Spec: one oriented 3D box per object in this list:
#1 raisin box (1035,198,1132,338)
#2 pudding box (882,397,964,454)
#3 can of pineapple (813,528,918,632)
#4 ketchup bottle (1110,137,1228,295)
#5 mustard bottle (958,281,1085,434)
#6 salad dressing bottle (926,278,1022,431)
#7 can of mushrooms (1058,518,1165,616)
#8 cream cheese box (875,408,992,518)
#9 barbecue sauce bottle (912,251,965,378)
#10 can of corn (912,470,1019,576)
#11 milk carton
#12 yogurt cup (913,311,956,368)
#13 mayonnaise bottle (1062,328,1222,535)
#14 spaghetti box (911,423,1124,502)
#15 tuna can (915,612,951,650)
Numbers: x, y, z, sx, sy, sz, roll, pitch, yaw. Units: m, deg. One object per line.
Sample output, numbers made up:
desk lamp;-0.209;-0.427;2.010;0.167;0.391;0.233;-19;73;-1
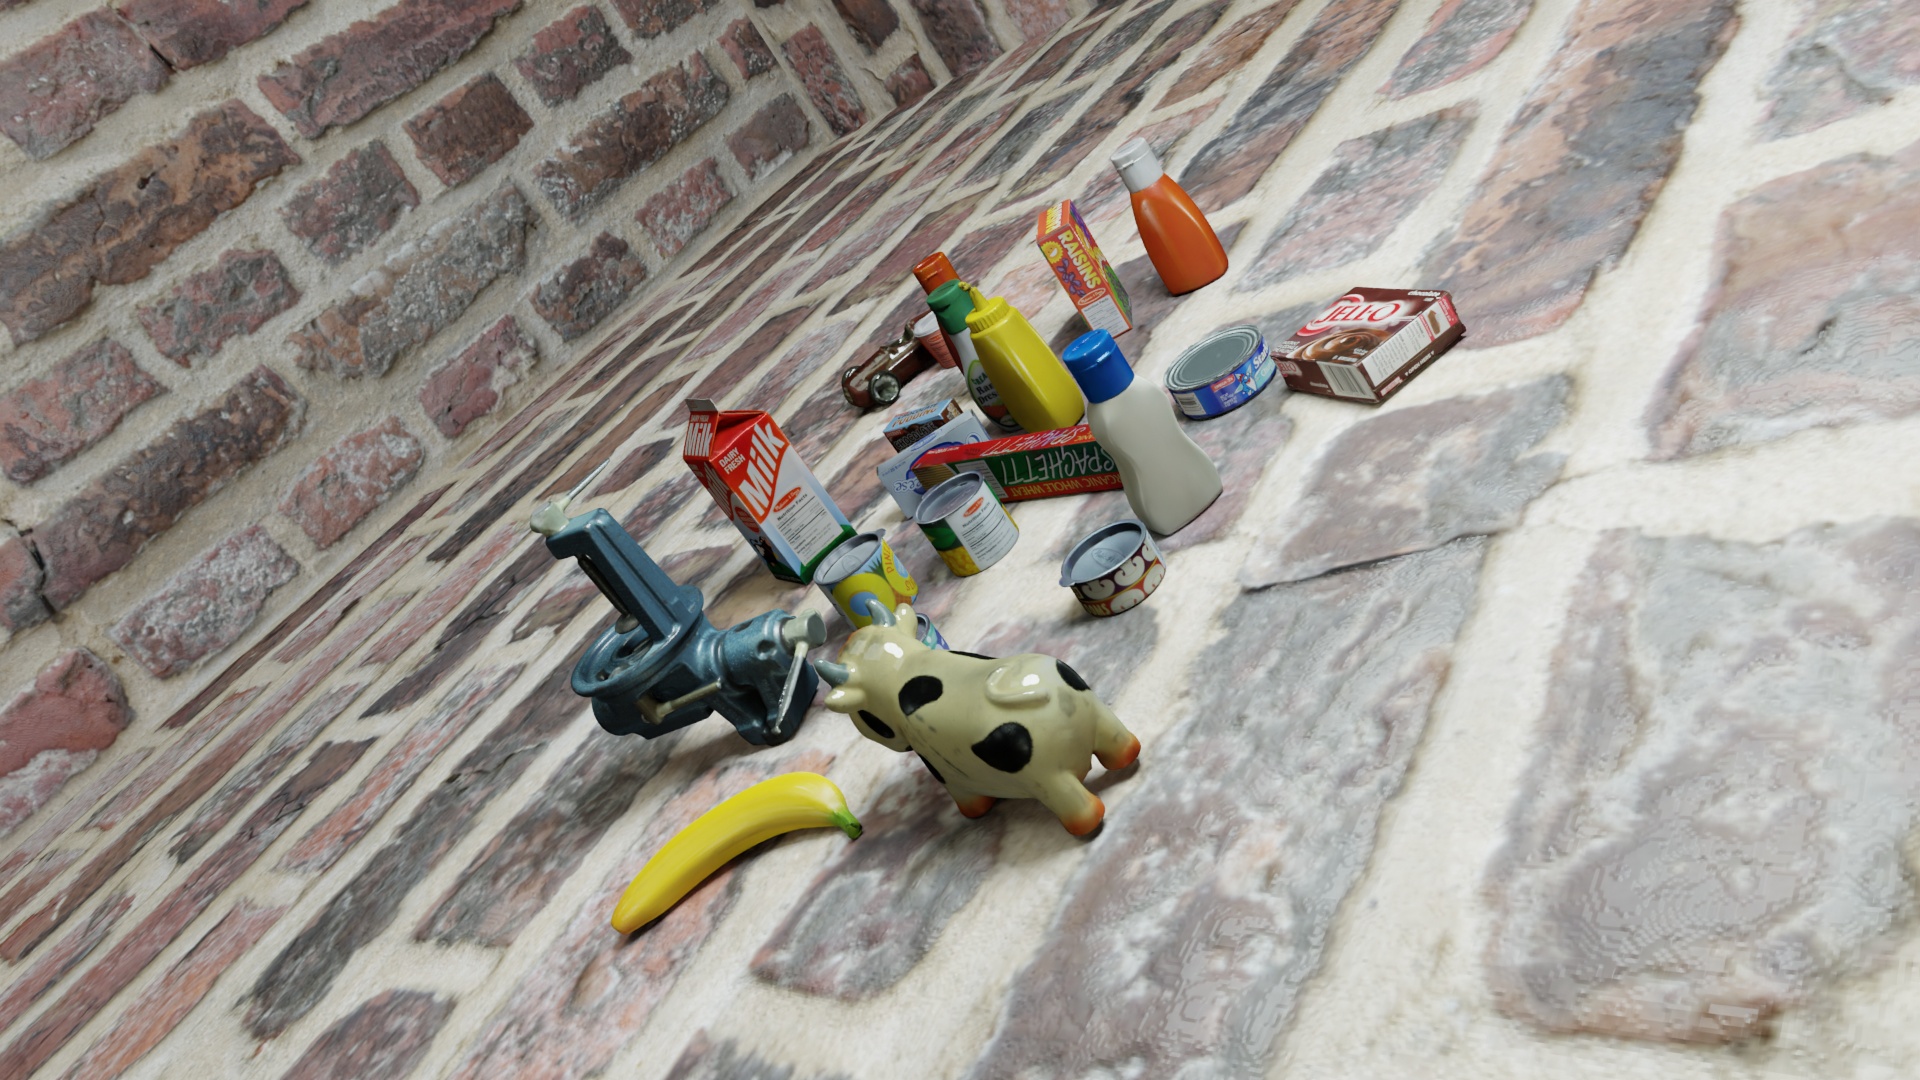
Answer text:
raisin box;0.121;-0.263;1.355;0.040;0.123;0.086;-27;24;19
pudding box;-0.029;-0.104;1.343;0.083;0.049;0.030;-11;32;44
can of pineapple;-0.075;0.034;1.126;0.071;0.057;0.071;-29;24;14
ketchup bottle;0.193;-0.306;1.310;0.064;0.148;0.044;-20;27;32
mustard bottle;0.047;-0.163;1.213;0.049;0.160;0.065;-47;25;-26
salad dressing bottle;0.022;-0.170;1.277;0.064;0.147;0.044;-19;27;33
can of mushrooms;0.102;0.020;0.946;0.071;0.033;0.071;-29;24;14
cream cheese box;-0.019;-0.069;1.256;0.104;0.053;0.024;-32;23;8
barbecue sauce bottle;0.007;-0.218;1.389;0.065;0.148;0.044;-28;24;15
can of corn;0.004;-0.014;1.112;0.071;0.058;0.071;-29;24;14
milk carton;-0.186;-0.055;1.279;0.074;0.190;0.072;-44;24;-21
yogurt cup;-0.011;-0.230;1.558;0.072;0.053;0.073;-29;24;14
mayonnaise bottle;0.122;-0.077;0.960;0.065;0.147;0.041;-39;23;-9
spaghetti box;0.056;-0.060;1.143;0.249;0.050;0.029;-5;37;49
tuna can;-0.041;0.087;1.009;0.071;0.032;0.071;-29;24;14
